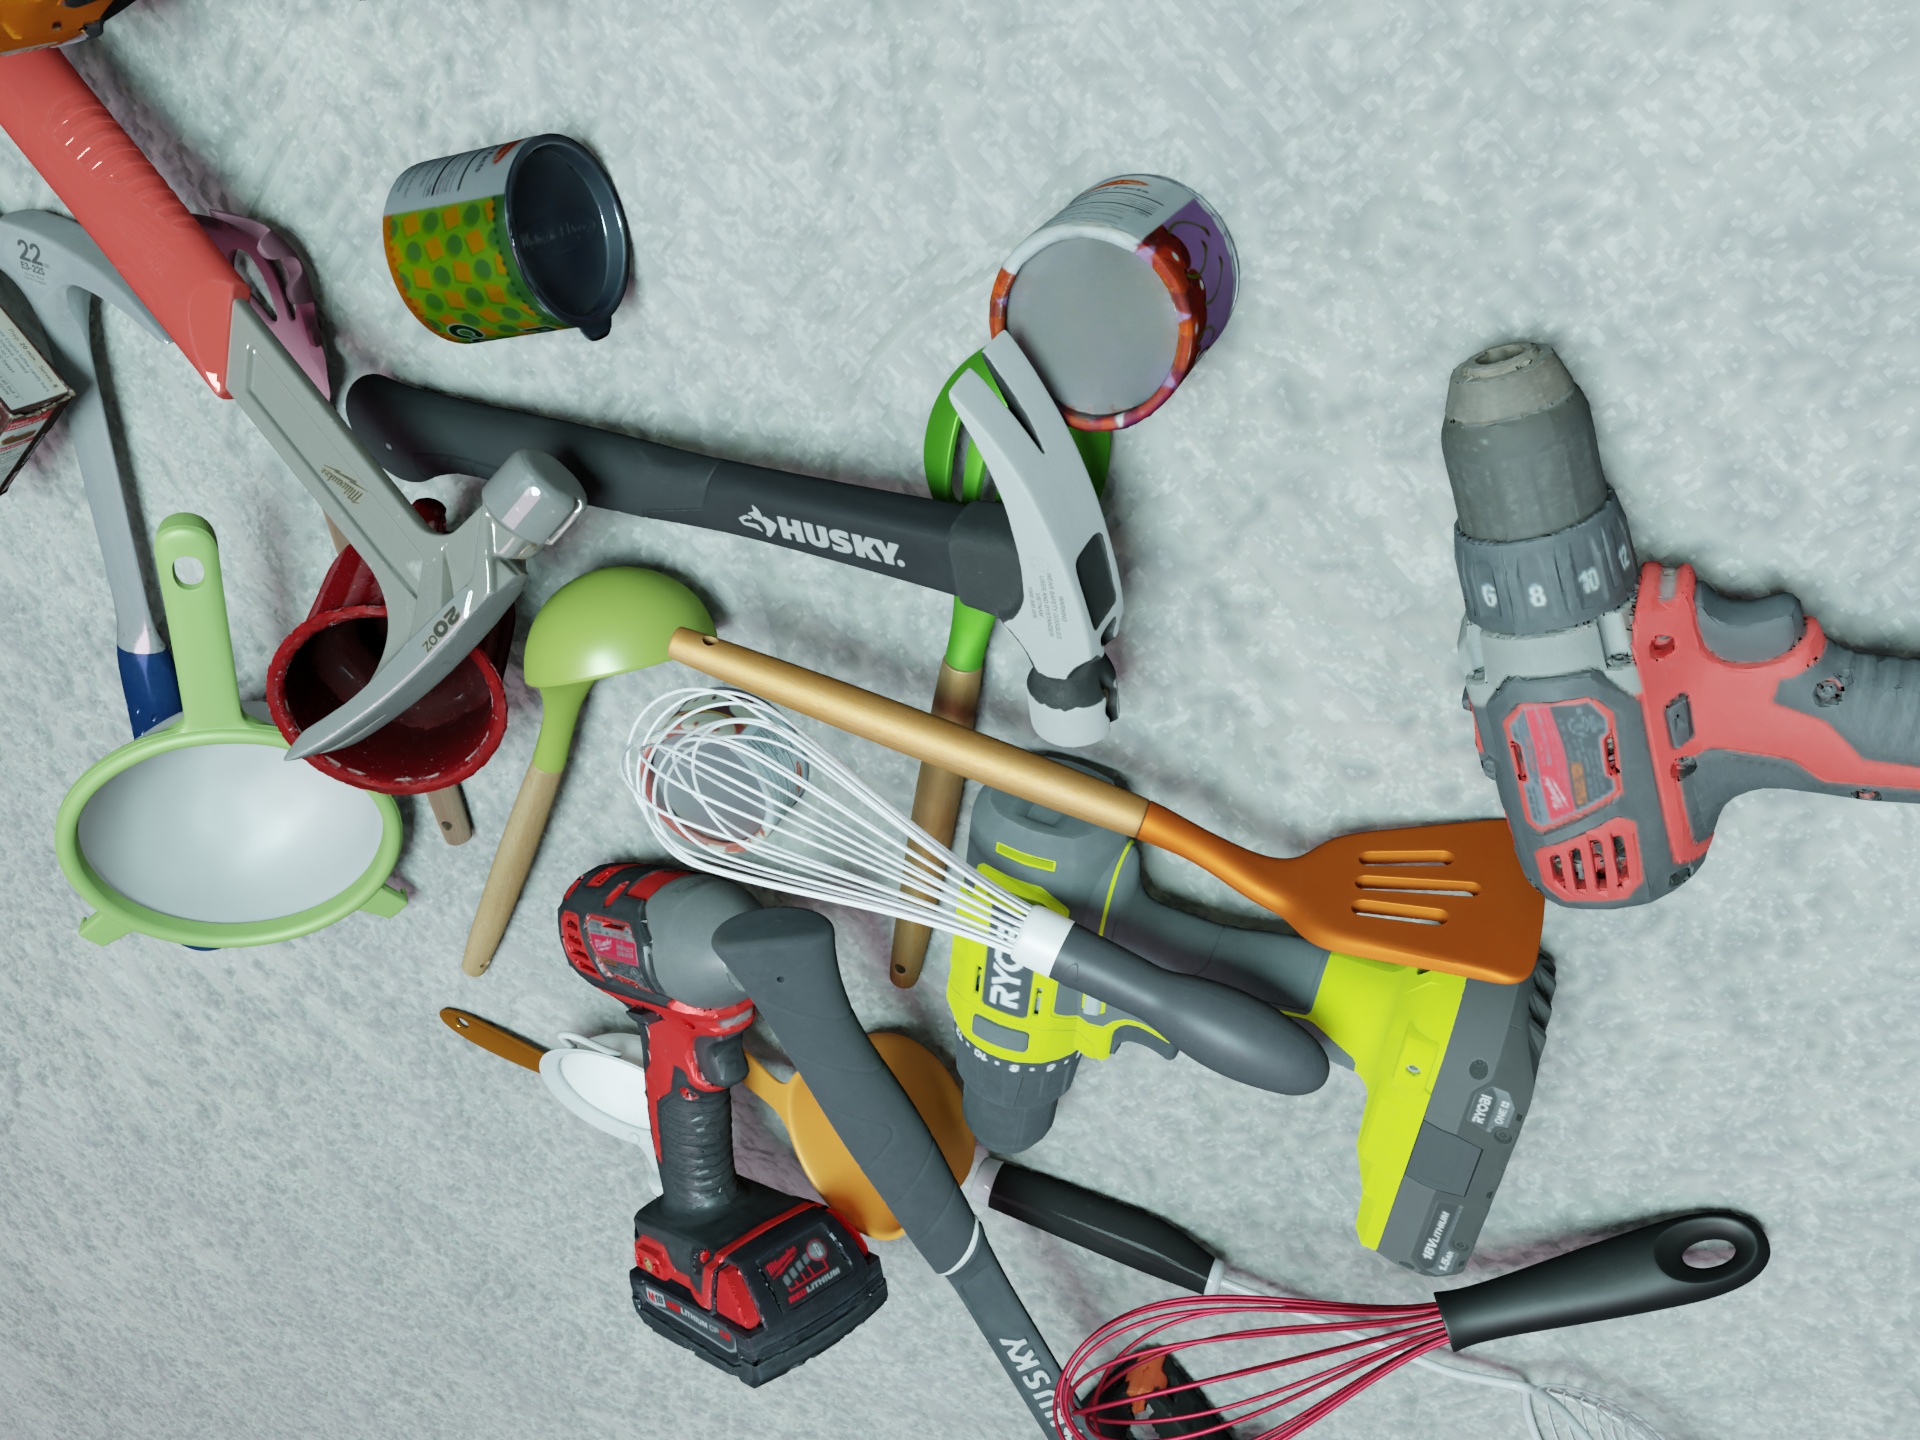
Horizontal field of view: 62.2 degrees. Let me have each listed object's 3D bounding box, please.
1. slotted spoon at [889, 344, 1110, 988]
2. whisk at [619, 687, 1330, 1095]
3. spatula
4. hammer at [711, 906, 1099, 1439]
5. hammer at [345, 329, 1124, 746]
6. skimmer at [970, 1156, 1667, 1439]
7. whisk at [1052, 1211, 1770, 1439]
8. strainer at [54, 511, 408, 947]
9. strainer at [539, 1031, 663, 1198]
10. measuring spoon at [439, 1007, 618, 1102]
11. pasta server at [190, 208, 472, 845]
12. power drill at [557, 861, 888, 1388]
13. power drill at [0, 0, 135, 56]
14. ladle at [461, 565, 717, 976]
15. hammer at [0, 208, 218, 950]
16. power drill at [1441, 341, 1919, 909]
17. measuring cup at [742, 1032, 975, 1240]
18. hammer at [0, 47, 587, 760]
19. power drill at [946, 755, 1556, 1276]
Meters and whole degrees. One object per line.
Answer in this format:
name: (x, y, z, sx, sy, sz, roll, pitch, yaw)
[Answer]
slotted spoon: (-0.001, -0.002, 0.631, 0.070, 0.031, 0.313, 25, 130, 17)
whisk: (0.001, 0.067, 0.580, 0.284, 0.070, 0.070, 25, 128, 10)
spatula: (0.045, 0.020, 0.572, 0.322, 0.081, 0.041, 20, 132, 5)
hammer: (0.002, 0.243, 0.695, 0.149, 0.036, 0.408, -24, 114, 8)
hammer: (-0.100, -0.089, 0.581, 0.335, 0.035, 0.146, 16, 140, 26)
skimmer: (0.162, 0.302, 0.712, 0.363, 0.090, 0.127, 18, 158, 16)
whisk: (0.177, 0.248, 0.646, 0.296, 0.073, 0.073, -18, 113, 10)
strainer: (-0.344, -0.001, 0.743, 0.151, 0.069, 0.256, -4, 132, -19)
strainer: (-0.160, 0.239, 0.854, 0.087, 0.050, 0.258, 4, 128, 21)
measuring spoon: (-0.236, 0.180, 0.870, 0.117, 0.011, 0.021, 20, 129, 17)
pasta server: (-0.271, -0.071, 0.704, 0.060, 0.040, 0.316, -1, 122, 13)
power drill: (-0.108, 0.174, 0.719, 0.143, 0.078, 0.219, 1, 105, 48)
power drill: (-0.241, -0.264, 0.505, 0.226, 0.164, 0.084, -7, 118, 14)
ladle: (-0.188, 0.043, 0.730, 0.062, 0.078, 0.320, 51, 137, 18)
hammer: (-0.401, -0.044, 0.782, 0.144, 0.035, 0.405, 17, 126, 14)
power drill: (0.257, -0.035, 0.461, 0.227, 0.080, 0.187, -6, 117, 31)
measuring cup: (-0.064, 0.174, 0.767, 0.174, 0.052, 0.095, 28, 127, 38)
hammer: (-0.298, -0.162, 0.591, 0.149, 0.036, 0.359, -41, 85, 15)
power drill: (0.101, 0.130, 0.638, 0.228, 0.080, 0.190, 17, 125, 17)
